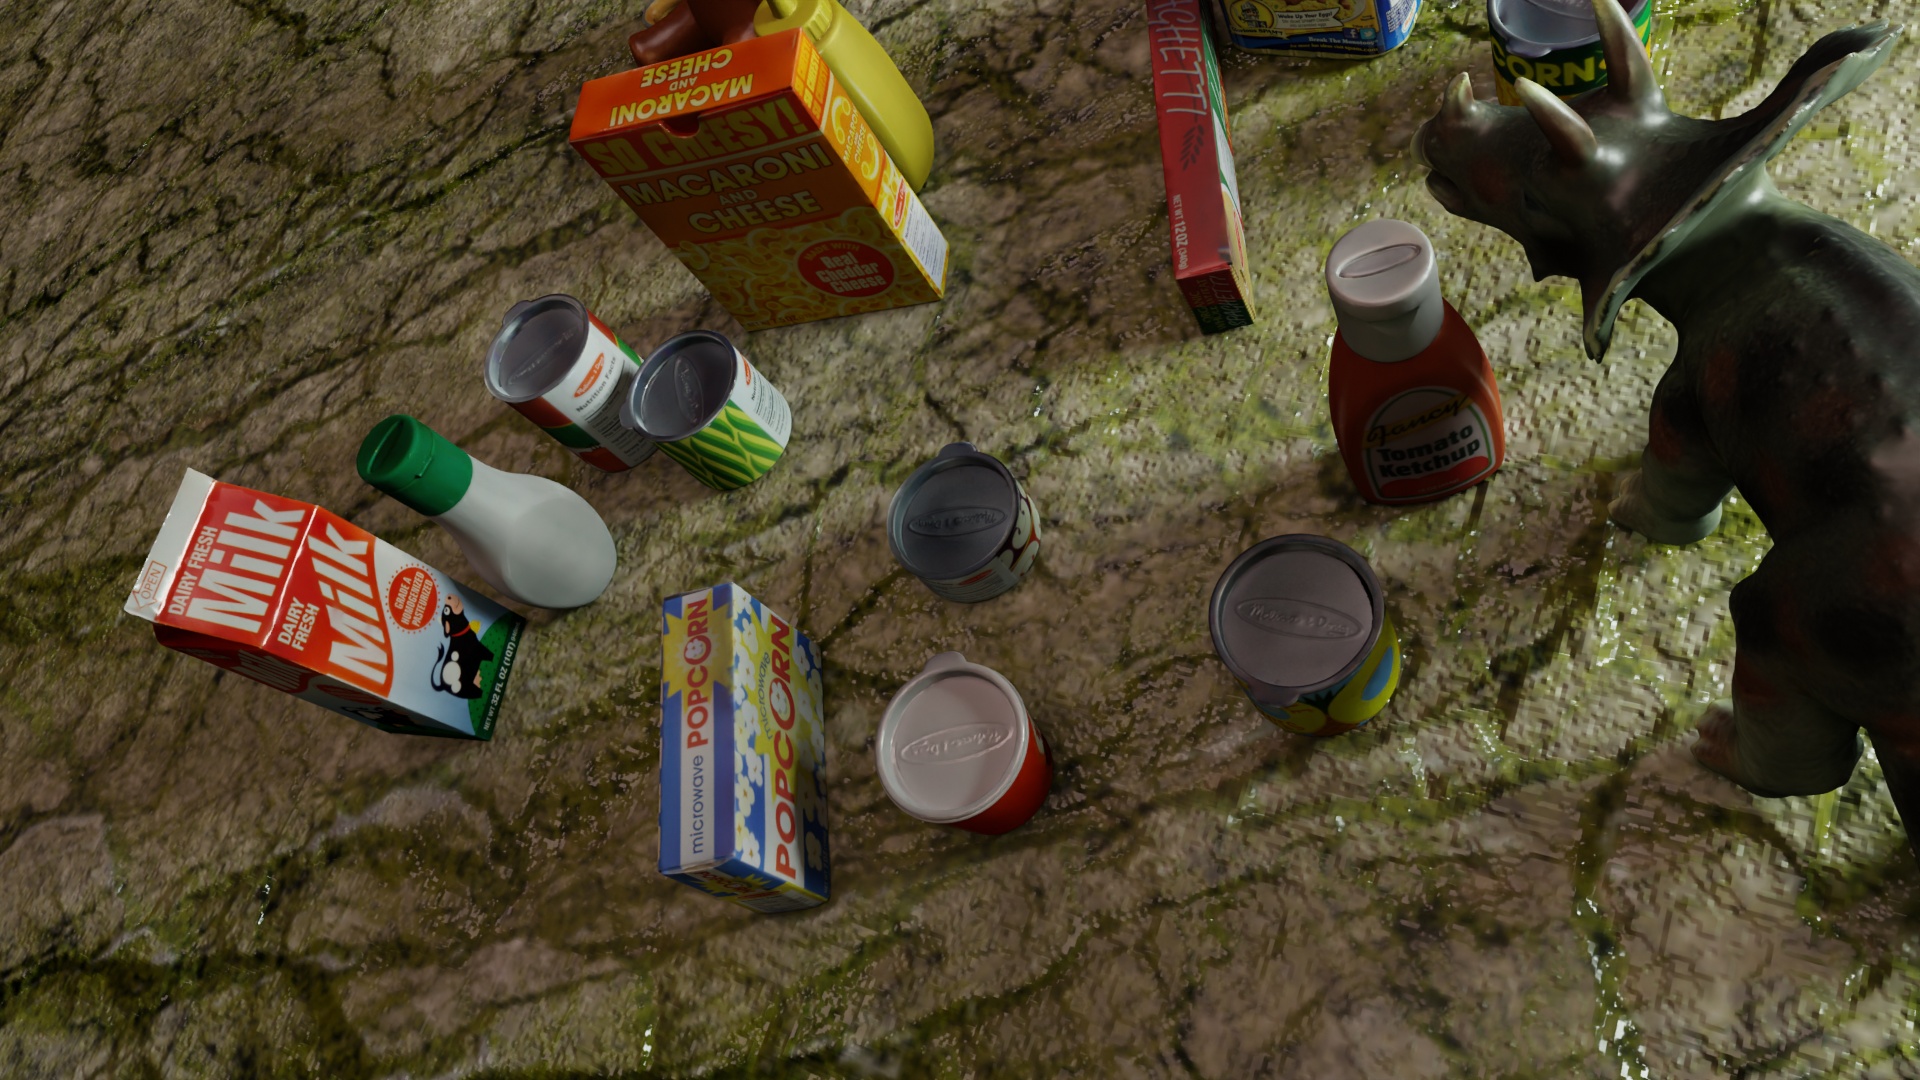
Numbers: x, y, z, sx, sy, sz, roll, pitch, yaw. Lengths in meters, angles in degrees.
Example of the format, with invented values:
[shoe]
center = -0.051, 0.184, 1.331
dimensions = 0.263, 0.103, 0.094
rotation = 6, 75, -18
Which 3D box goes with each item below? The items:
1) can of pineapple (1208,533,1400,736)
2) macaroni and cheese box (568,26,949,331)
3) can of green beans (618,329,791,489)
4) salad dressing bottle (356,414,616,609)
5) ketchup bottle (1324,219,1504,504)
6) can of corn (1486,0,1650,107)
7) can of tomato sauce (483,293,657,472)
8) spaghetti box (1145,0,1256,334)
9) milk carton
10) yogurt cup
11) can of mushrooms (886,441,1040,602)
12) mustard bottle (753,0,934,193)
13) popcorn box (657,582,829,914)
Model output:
[can of pineapple]
center = 0.136, 0.040, 0.548
dimensions = 0.071, 0.057, 0.071
rotation = -11, 61, 20
[macaroni and cheese box]
center = -0.095, -0.173, 0.700
dimensions = 0.123, 0.166, 0.040
rotation = -6, 63, 23
[can of green beans]
center = -0.131, -0.068, 0.729
dimensions = 0.071, 0.057, 0.071
rotation = -11, 61, 20
[salad dressing bottle]
center = -0.233, -0.013, 0.695
dimensions = 0.044, 0.147, 0.064
rotation = 19, 75, 32
[ketchup bottle]
center = 0.170, -0.065, 0.531
dimensions = 0.064, 0.148, 0.044
rotation = -17, 59, 17
[can of corn]
center = 0.270, -0.223, 0.620
dimensions = 0.071, 0.058, 0.071
rotation = -11, 61, 20
[can of tomato sauce]
center = -0.207, -0.085, 0.758
dimensions = 0.071, 0.083, 0.071
rotation = -11, 61, 20
[spaghetti box]
center = 0.116, -0.219, 0.695
dimensions = 0.028, 0.050, 0.251
rotation = -12, 61, 20
[milk carton]
center = -0.310, 0.037, 0.679
dimensions = 0.073, 0.190, 0.072
rotation = 0, 65, 25
[yogurt cup]
center = 0.005, 0.091, 0.586
dimensions = 0.072, 0.054, 0.072
rotation = -11, 61, 20
[can of mushrooms]
center = 0.002, -0.008, 0.651
dimensions = 0.071, 0.033, 0.071
rotation = -11, 61, 20
[mustard bottle]
center = -0.069, -0.242, 0.727
dimensions = 0.065, 0.160, 0.049
rotation = 4, 68, 27
[popcorn box]
center = -0.095, 0.093, 0.613
dimensions = 0.038, 0.085, 0.127
rotation = -16, 59, 18
